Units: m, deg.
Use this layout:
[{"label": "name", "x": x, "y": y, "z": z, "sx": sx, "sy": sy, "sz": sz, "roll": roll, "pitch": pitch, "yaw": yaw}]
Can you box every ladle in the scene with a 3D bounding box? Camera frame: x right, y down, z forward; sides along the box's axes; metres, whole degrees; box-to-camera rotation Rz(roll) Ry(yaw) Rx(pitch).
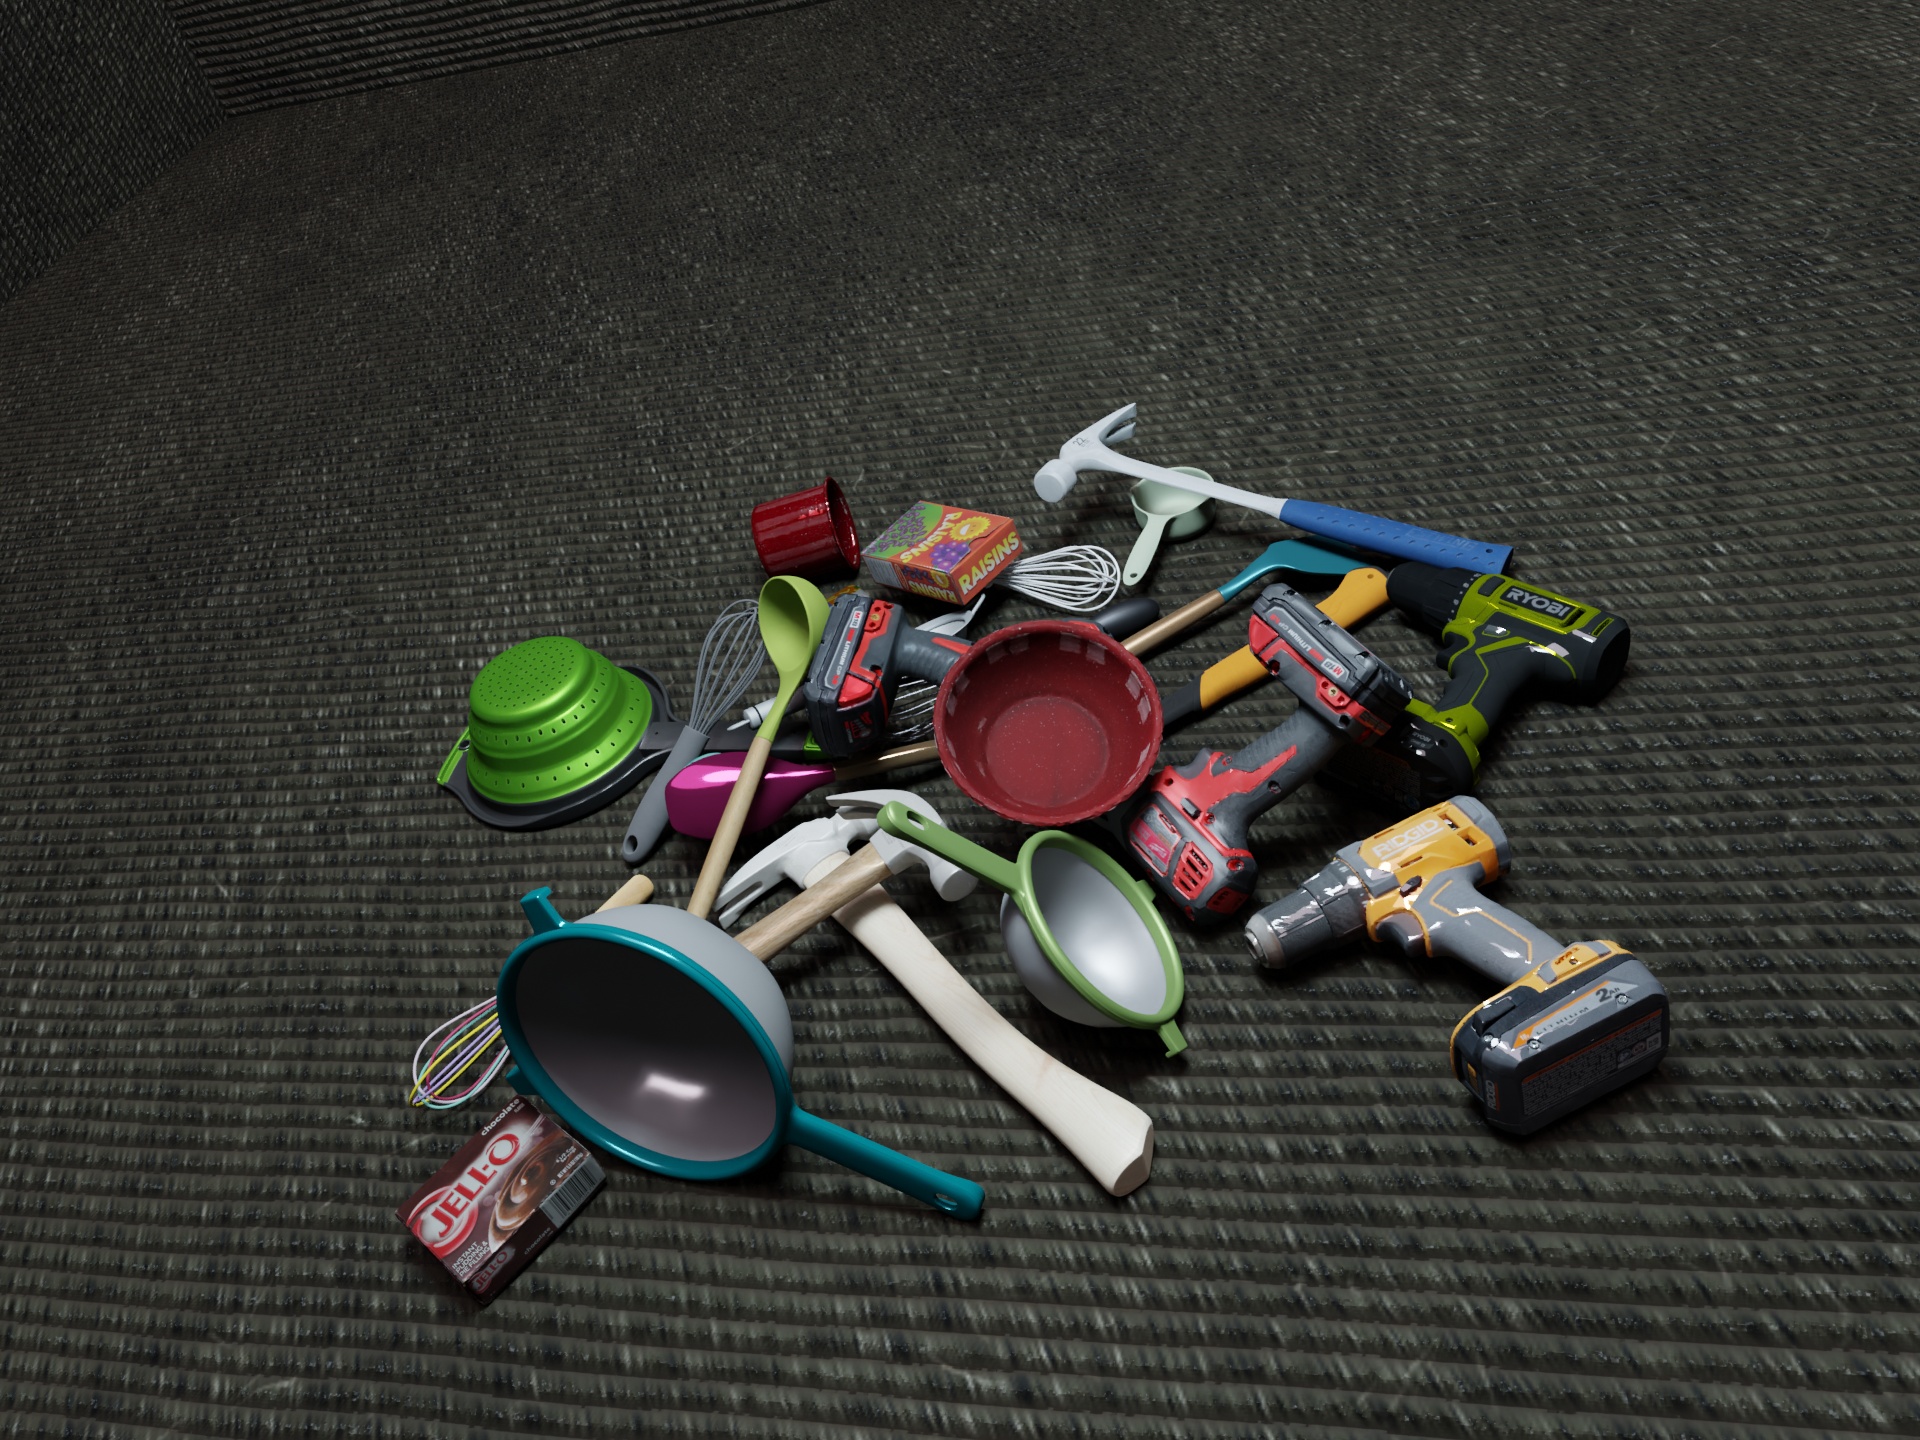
[{"label": "ladle", "x": -0.171, "y": 0.034, "z": 1.225, "sx": 0.078, "sy": 0.062, "sz": 0.320, "roll": -11, "pitch": 55, "yaw": 54}]

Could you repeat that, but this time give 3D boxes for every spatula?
[{"label": "spatula", "x": 0.201, "y": -0.083, "z": 1.346, "sx": 0.317, "sy": 0.044, "sz": 0.082, "roll": -29, "pitch": 40, "yaw": -6}]

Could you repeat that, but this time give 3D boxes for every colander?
[{"label": "colander", "x": -0.289, "y": -0.008, "z": 1.381, "sx": 0.397, "sy": 0.094, "sz": 0.205, "roll": 0, "pitch": 43, "yaw": 20}]

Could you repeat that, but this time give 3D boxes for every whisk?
[{"label": "whisk", "x": -0.220, "y": 0.009, "z": 1.309, "sx": 0.055, "sy": 0.055, "sz": 0.239, "roll": 23, "pitch": 84, "yaw": 38}, {"label": "whisk", "x": -0.319, "y": 0.201, "z": 1.199, "sx": 0.051, "sy": 0.047, "sz": 0.245, "roll": 16, "pitch": 48, "yaw": 35}, {"label": "whisk", "x": 0.041, "y": -0.048, "z": 1.343, "sx": 0.284, "sy": 0.070, "sz": 0.070, "roll": -21, "pitch": 40, "yaw": -12}, {"label": "whisk", "x": 0.032, "y": -0.132, "z": 1.446, "sx": 0.246, "sy": 0.057, "sz": 0.059, "roll": 5, "pitch": 85, "yaw": 30}]

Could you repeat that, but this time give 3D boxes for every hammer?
[{"label": "hammer", "x": -0.151, "y": 0.163, "z": 1.142, "sx": 0.331, "sy": 0.031, "sz": 0.130, "roll": -35, "pitch": 47, "yaw": -3}, {"label": "hammer", "x": -0.021, "y": 0.193, "z": 1.105, "sx": 0.146, "sy": 0.038, "sz": 0.411, "roll": -35, "pitch": 44, "yaw": -17}, {"label": "hammer", "x": 0.274, "y": -0.190, "z": 1.382, "sx": 0.406, "sy": 0.035, "sz": 0.144, "roll": 20, "pitch": 46, "yaw": 25}, {"label": "hammer", "x": 0.216, "y": -0.030, "z": 1.271, "sx": 0.337, "sy": 0.034, "sz": 0.127, "roll": -30, "pitch": 41, "yaw": -14}]

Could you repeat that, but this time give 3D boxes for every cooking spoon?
[{"label": "cooking spoon", "x": -0.077, "y": 0.036, "z": 1.272, "sx": 0.319, "sy": 0.017, "sz": 0.069, "roll": -12, "pitch": 82, "yaw": -10}]

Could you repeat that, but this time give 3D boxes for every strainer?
[{"label": "strainer", "x": -0.082, "y": -0.040, "z": 1.361, "sx": 0.258, "sy": 0.050, "sz": 0.087, "roll": -24, "pitch": 14, "yaw": -21}, {"label": "strainer", "x": 0.035, "y": 0.128, "z": 1.037, "sx": 0.069, "sy": 0.256, "sz": 0.152, "roll": -43, "pitch": 31, "yaw": 28}, {"label": "strainer", "x": -0.131, "y": 0.218, "z": 1.035, "sx": 0.340, "sy": 0.210, "sz": 0.095, "roll": 22, "pitch": 38, "yaw": 8}]

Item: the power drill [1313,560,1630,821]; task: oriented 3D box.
[{"label": "power drill", "x": 0.359, "y": -0.034, "z": 1.194, "sx": 0.228, "sy": 0.080, "sz": 0.191, "roll": -38, "pitch": 45, "yaw": -26}]

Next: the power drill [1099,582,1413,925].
[{"label": "power drill", "x": 0.196, "y": 0.021, "z": 1.116, "sx": 0.219, "sy": 0.078, "sz": 0.143, "roll": -51, "pitch": 54, "yaw": 12}]

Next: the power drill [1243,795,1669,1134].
[{"label": "power drill", "x": 0.303, "y": 0.152, "z": 1.003, "sx": 0.185, "sy": 0.084, "sz": 0.226, "roll": -24, "pitch": 36, "yaw": -7}]

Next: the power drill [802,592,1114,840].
[{"label": "power drill", "x": -0.002, "y": -0.004, "z": 1.219, "sx": 0.227, "sy": 0.080, "sz": 0.188, "roll": 9, "pitch": 57, "yaw": 11}]

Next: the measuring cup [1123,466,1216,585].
[{"label": "measuring cup", "x": 0.181, "y": -0.165, "z": 1.435, "sx": 0.083, "sy": 0.038, "sz": 0.168, "roll": 7, "pitch": 48, "yaw": 26}]
